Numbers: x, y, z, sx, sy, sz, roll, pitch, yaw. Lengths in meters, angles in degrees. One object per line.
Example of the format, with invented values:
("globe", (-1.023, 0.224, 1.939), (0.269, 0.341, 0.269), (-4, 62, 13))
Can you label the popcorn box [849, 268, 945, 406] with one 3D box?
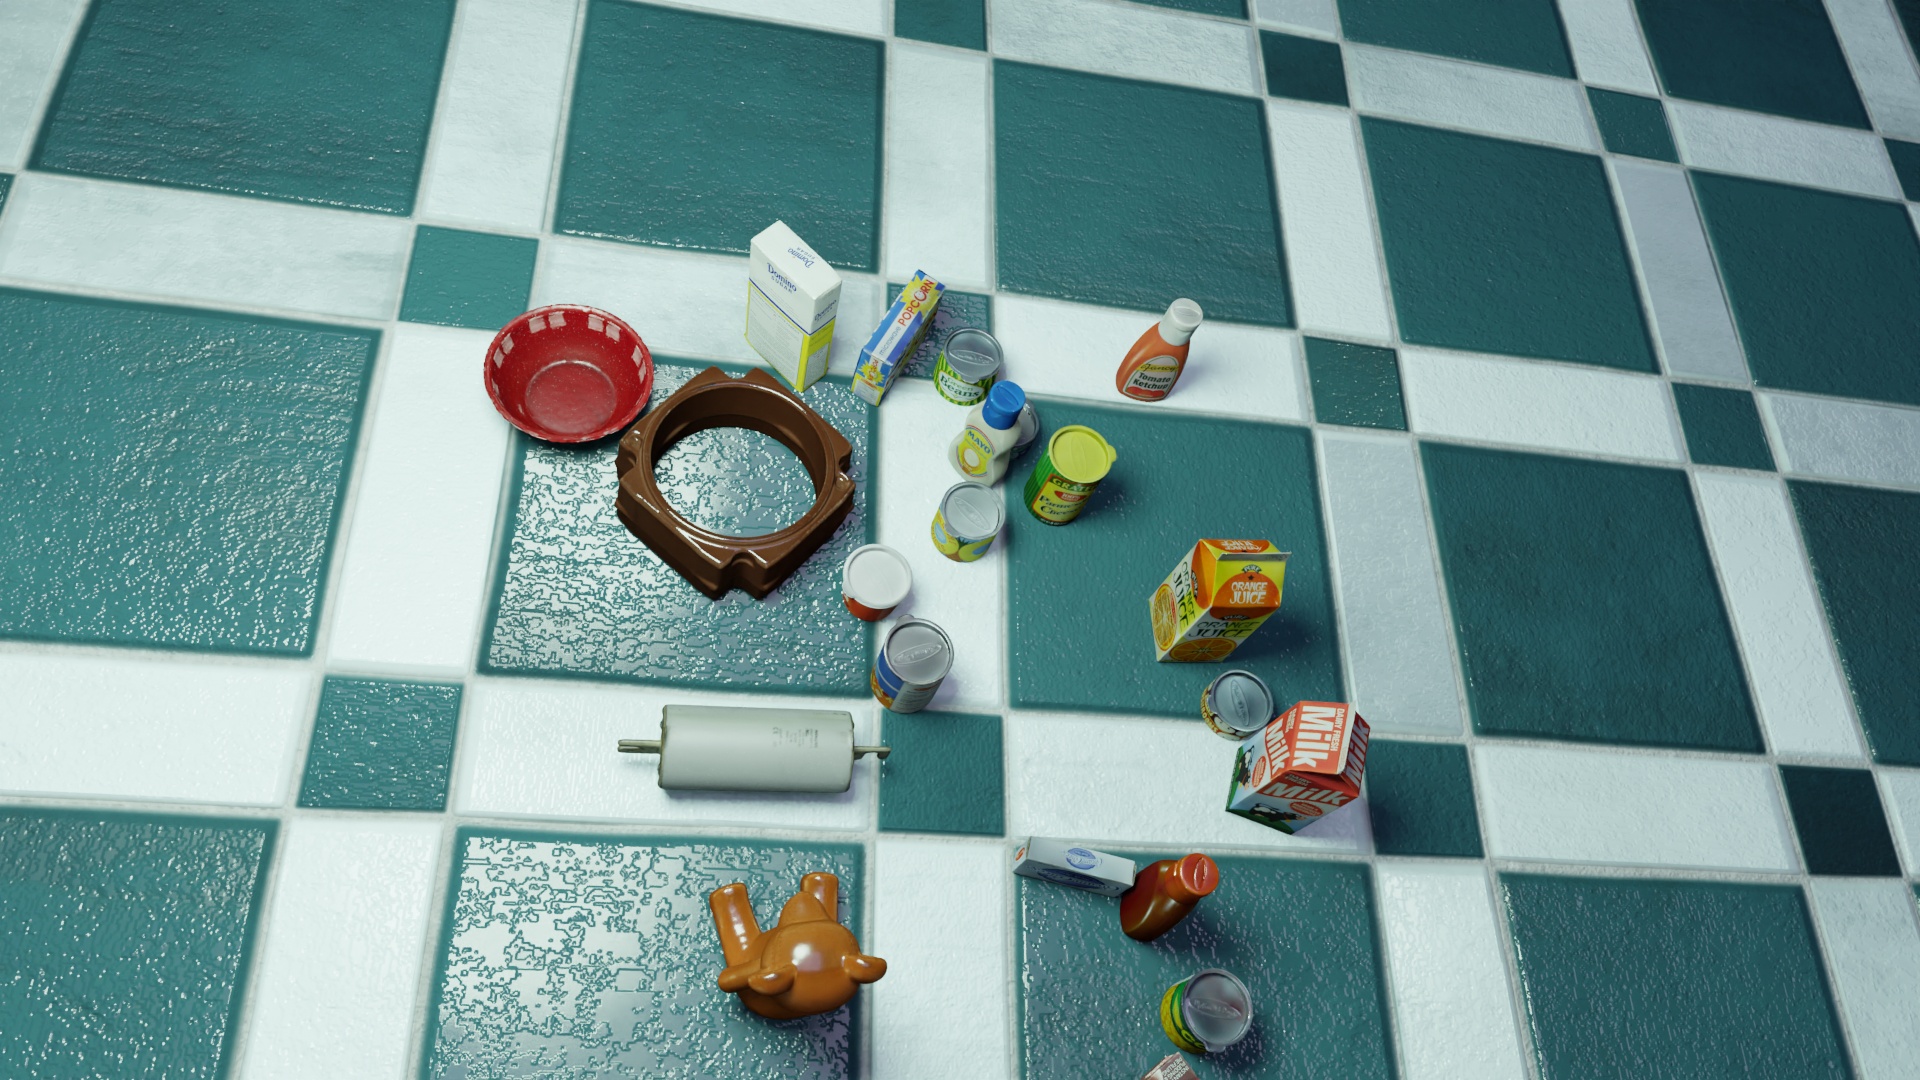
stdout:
("popcorn box", (-0.067, -0.215, 1.477), (0.038, 0.084, 0.127), (30, 61, 2))

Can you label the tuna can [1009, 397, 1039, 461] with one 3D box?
("tuna can", (0.050, -0.122, 1.489), (0.071, 0.032, 0.071), (6, 63, -11))

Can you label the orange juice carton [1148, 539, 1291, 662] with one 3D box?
("orange juice carton", (0.252, 0.053, 1.359), (0.072, 0.191, 0.073), (2, 64, -13))

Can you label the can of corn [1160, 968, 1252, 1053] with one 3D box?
("can of corn", (0.218, 0.423, 1.240), (0.071, 0.058, 0.071), (6, 63, -11))

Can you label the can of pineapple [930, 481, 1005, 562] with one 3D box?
("can of pineapple", (0.005, -0.018, 1.411), (0.071, 0.057, 0.071), (6, 63, -11))

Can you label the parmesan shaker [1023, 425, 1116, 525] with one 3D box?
("parmesan shaker", (0.112, -0.065, 1.435), (0.071, 0.102, 0.071), (6, 63, -11))

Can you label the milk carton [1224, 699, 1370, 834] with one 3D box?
("milk carton", (0.321, 0.210, 1.299), (0.073, 0.189, 0.072), (21, 61, -3))

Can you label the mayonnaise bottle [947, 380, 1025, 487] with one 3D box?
("mayonnaise bottle", (0.030, -0.109, 1.411), (0.065, 0.147, 0.041), (44, 62, 10))

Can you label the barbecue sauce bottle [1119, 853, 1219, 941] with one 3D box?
("barbecue sauce bottle", (0.185, 0.313, 1.236), (0.044, 0.147, 0.065), (19, 61, -4))

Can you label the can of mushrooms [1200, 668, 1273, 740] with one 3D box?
("can of mushrooms", (0.276, 0.166, 1.399), (0.071, 0.033, 0.071), (6, 63, -11))

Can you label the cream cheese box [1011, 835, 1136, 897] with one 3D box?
("cream cheese box", (0.104, 0.300, 1.277), (0.104, 0.053, 0.024), (15, 62, -6))

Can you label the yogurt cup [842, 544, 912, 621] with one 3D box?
("yogurt cup", (-0.085, 0.044, 1.359), (0.072, 0.053, 0.072), (6, 63, -11))

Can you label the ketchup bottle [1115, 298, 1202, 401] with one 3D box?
("ketchup bottle", (0.219, -0.207, 1.508), (0.065, 0.148, 0.044), (8, 63, -10))

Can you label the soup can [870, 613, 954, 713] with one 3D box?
("soup can", (-0.048, 0.117, 1.314), (0.071, 0.083, 0.071), (6, 63, -11))

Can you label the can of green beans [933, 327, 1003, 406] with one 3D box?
("can of green beans", (0.008, -0.187, 1.497), (0.071, 0.057, 0.071), (6, 63, -11))
